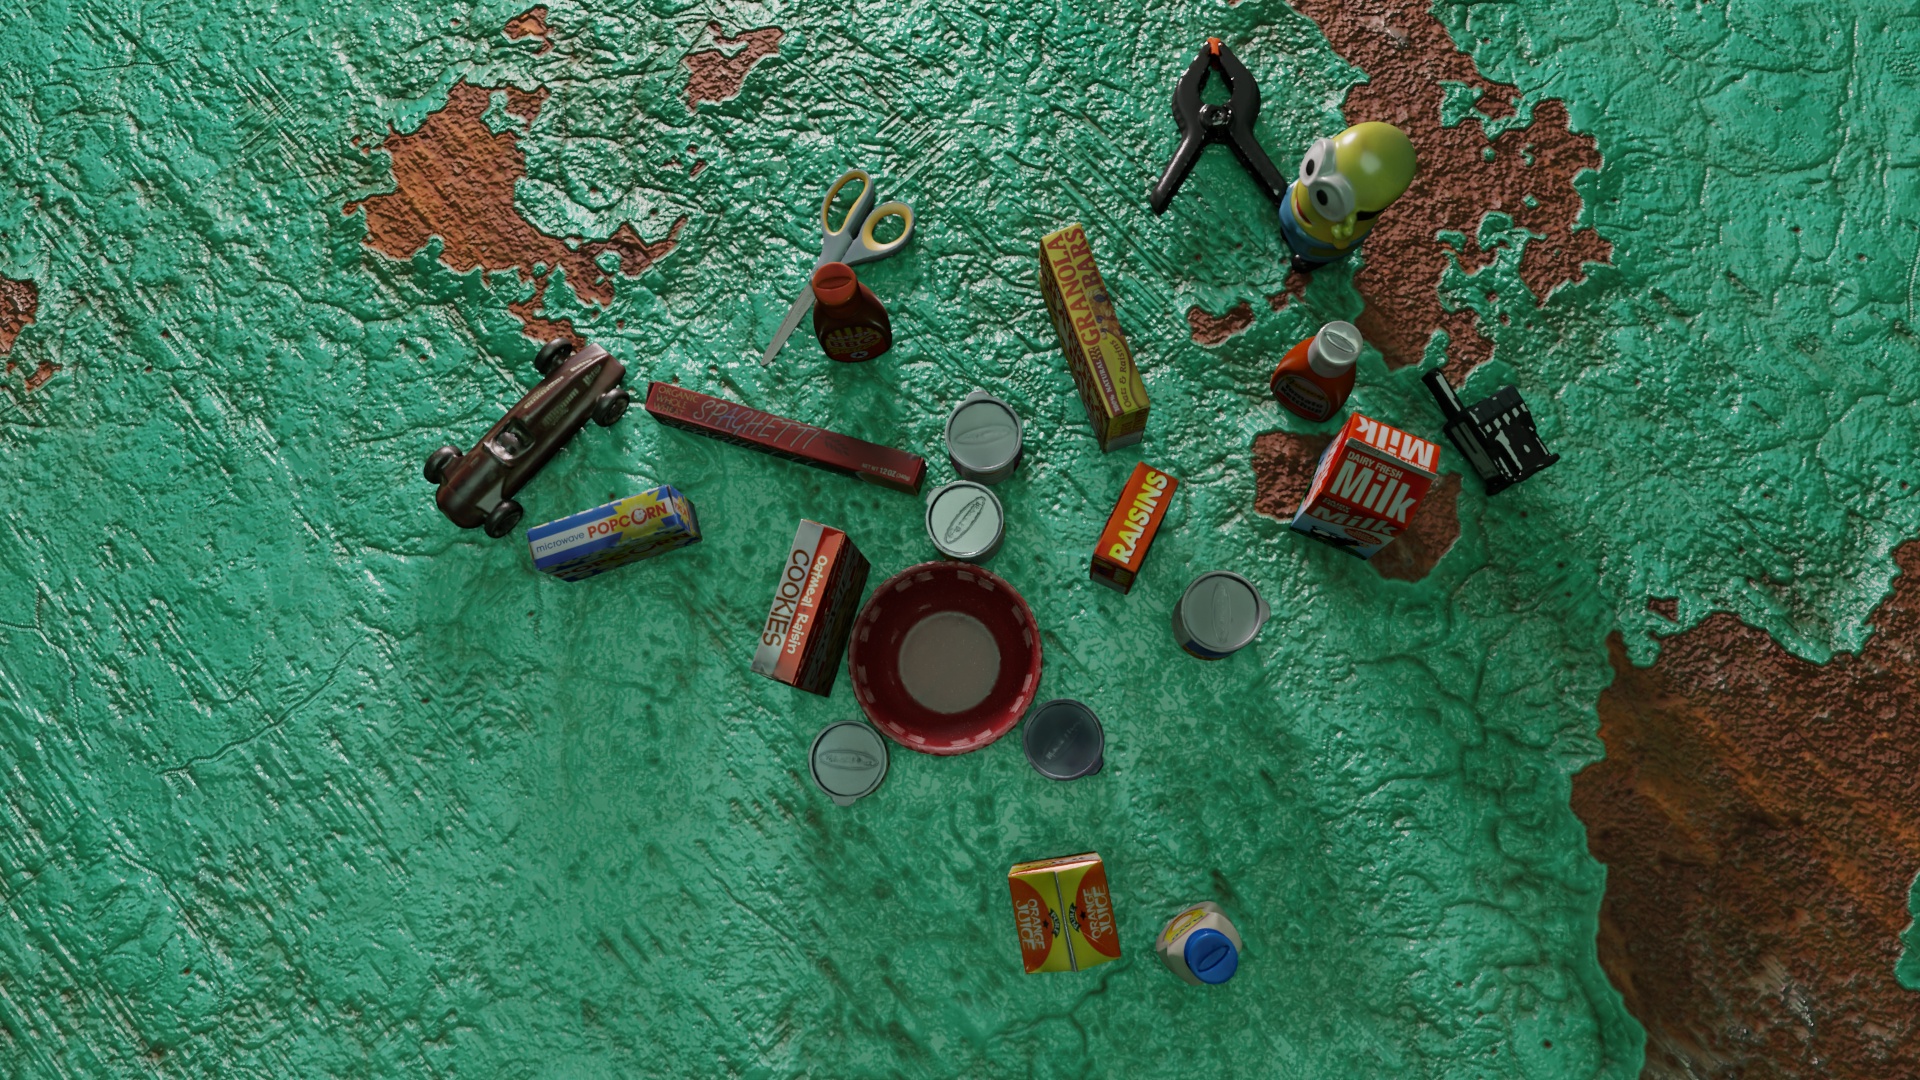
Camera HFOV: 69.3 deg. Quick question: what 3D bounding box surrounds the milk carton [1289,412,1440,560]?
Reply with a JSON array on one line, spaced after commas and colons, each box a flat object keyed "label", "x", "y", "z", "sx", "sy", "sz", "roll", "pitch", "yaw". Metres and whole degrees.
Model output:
[{"label": "milk carton", "x": 0.322, "y": -0.044, "z": 1.104, "sx": 0.072, "sy": 0.190, "sz": 0.073, "roll": 24, "pitch": 82, "yaw": 7}]

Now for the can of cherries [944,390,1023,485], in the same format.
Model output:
[{"label": "can of cherries", "x": 0.021, "y": -0.088, "z": 1.196, "sx": 0.071, "sy": 0.058, "sz": 0.071, "roll": -1, "pitch": 80, "yaw": 3}]

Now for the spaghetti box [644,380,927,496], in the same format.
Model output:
[{"label": "spaghetti box", "x": -0.152, "y": -0.089, "z": 1.210, "sx": 0.250, "sy": 0.050, "sz": 0.029, "roll": 16, "pitch": 81, "yaw": 6}]

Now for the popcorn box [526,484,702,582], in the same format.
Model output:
[{"label": "popcorn box", "x": -0.293, "y": -0.004, "z": 1.184, "sx": 0.127, "sy": 0.085, "sz": 0.038, "roll": -18, "pitch": 80, "yaw": 0}]

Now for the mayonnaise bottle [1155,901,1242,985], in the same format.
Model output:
[{"label": "mayonnaise bottle", "x": 0.186, "y": 0.312, "z": 1.067, "sx": 0.065, "sy": 0.148, "sz": 0.041, "roll": -38, "pitch": 80, "yaw": -3}]

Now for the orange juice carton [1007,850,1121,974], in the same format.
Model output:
[{"label": "orange juice carton", "x": 0.078, "y": 0.281, "z": 1.056, "sx": 0.073, "sy": 0.192, "sz": 0.072, "roll": -10, "pitch": 80, "yaw": 2}]

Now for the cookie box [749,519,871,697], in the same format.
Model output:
[{"label": "cookie box", "x": -0.116, "y": 0.059, "z": 1.121, "sx": 0.040, "sy": 0.167, "sz": 0.123, "roll": 16, "pitch": 81, "yaw": 6}]

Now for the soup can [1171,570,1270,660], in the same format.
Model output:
[{"label": "soup can", "x": 0.213, "y": 0.064, "z": 1.144, "sx": 0.071, "sy": 0.083, "sz": 0.071, "roll": -1, "pitch": 80, "yaw": 3}]

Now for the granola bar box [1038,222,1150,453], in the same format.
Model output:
[{"label": "granola bar box", "x": 0.110, "y": -0.166, "z": 1.172, "sx": 0.039, "sy": 0.124, "sz": 0.166, "roll": -19, "pitch": 79, "yaw": 0}]

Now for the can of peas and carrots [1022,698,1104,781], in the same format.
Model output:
[{"label": "can of peas and carrots", "x": 0.087, "y": 0.167, "z": 1.145, "sx": 0.071, "sy": 0.058, "sz": 0.071, "roll": -1, "pitch": 80, "yaw": 3}]

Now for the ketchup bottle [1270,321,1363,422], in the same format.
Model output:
[{"label": "ketchup bottle", "x": 0.298, "y": -0.141, "z": 1.145, "sx": 0.065, "sy": 0.148, "sz": 0.043, "roll": 33, "pitch": 84, "yaw": 8}]

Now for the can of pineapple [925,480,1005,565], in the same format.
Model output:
[{"label": "can of pineapple", "x": 0.004, "y": -0.015, "z": 1.184, "sx": 0.071, "sy": 0.058, "sz": 0.071, "roll": -1, "pitch": 80, "yaw": 3}]

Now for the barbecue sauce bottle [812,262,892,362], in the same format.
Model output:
[{"label": "barbecue sauce bottle", "x": -0.096, "y": -0.193, "z": 1.176, "sx": 0.065, "sy": 0.148, "sz": 0.044, "roll": -10, "pitch": 80, "yaw": 2}]

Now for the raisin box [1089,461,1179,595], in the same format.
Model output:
[{"label": "raisin box", "x": 0.141, "y": -0.008, "z": 1.142, "sx": 0.040, "sy": 0.123, "sz": 0.086, "roll": 26, "pitch": 82, "yaw": 7}]

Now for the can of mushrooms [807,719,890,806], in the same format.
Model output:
[{"label": "can of mushrooms", "x": -0.093, "y": 0.186, "z": 1.164, "sx": 0.071, "sy": 0.033, "sz": 0.071, "roll": -1, "pitch": 80, "yaw": 3}]
